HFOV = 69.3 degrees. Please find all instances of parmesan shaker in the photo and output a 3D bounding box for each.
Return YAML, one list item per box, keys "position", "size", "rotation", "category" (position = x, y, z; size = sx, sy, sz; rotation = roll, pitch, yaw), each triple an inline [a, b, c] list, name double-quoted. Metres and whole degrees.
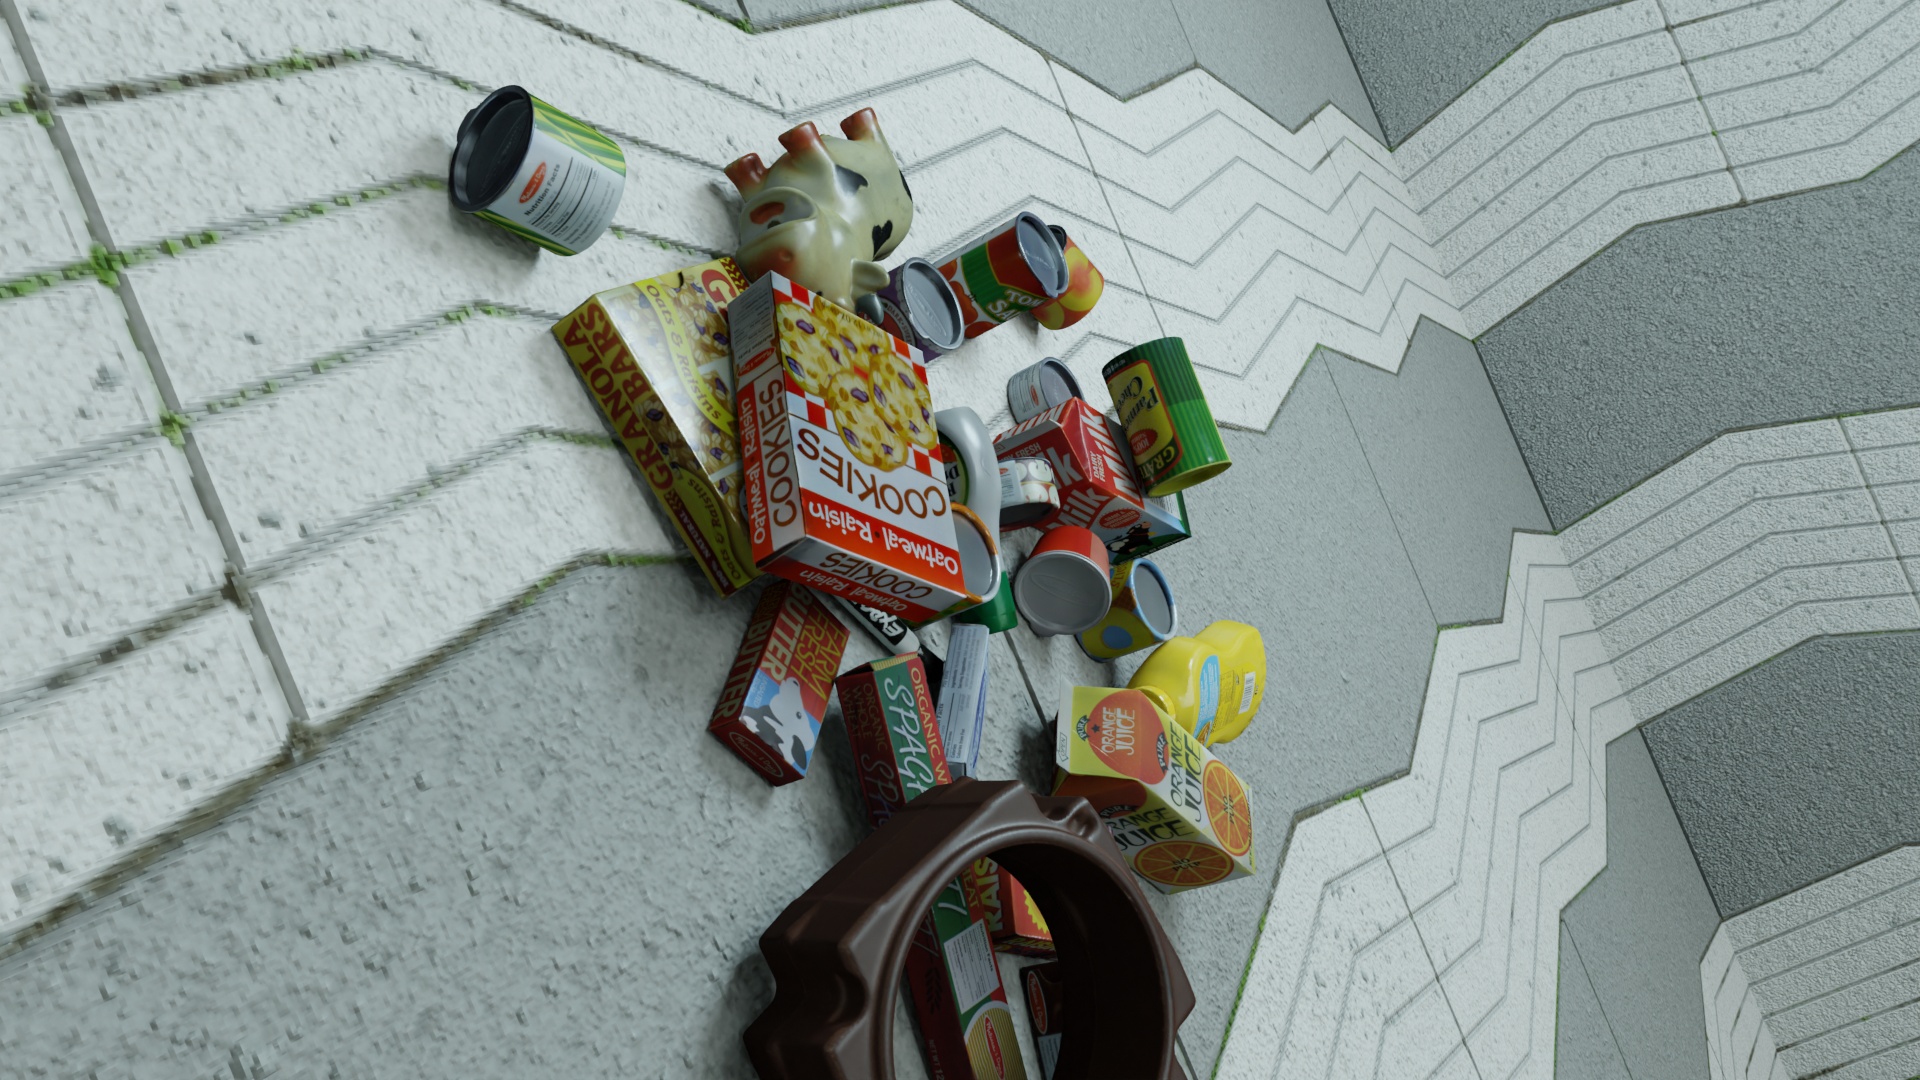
- position: [0.151, -0.091, 1.036]
  size: [0.071, 0.071, 0.103]
  rotation: [-3, 70, -57]
  category: "parmesan shaker"

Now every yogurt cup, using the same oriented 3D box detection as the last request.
- position: [0.075, 0.025, 0.984]
  size: [0.072, 0.072, 0.054]
  rotation: [55, 25, -19]
  category: "yogurt cup"

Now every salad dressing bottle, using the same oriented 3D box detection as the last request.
- position: [0.003, -0.011, 0.905]
  size: [0.044, 0.064, 0.147]
  rotation: [-14, 89, -47]
  category: "salad dressing bottle"

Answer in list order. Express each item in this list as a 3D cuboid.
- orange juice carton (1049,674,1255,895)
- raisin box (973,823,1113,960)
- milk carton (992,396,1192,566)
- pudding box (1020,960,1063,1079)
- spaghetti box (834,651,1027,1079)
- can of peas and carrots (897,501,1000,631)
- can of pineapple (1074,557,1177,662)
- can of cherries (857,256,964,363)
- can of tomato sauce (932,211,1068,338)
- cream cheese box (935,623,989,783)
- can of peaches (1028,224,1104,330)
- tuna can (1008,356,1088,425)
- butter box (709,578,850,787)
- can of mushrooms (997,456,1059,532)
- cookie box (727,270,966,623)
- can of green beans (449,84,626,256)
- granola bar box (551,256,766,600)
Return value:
- position: [0.122, 0.166, 0.952]
  size: [0.192, 0.073, 0.072]
  rotation: [41, 40, -34]
  category: "orange juice carton"
- position: [0.050, 0.208, 0.850]
  size: [0.123, 0.040, 0.086]
  rotation: [27, 49, -47]
  category: "raisin box"
- position: [0.092, -0.047, 1.048]
  size: [0.190, 0.072, 0.074]
  rotation: [24, 50, -49]
  category: "milk carton"
- position: [0.071, 0.289, 0.818]
  size: [0.030, 0.049, 0.084]
  rotation: [12, 60, -55]
  category: "pudding box"
- position: [-0.015, 0.185, 0.753]
  size: [0.050, 0.028, 0.250]
  rotation: [-9, 84, -59]
  category: "spaghetti box"
- position: [-0.018, 0.015, 0.854]
  size: [0.071, 0.058, 0.071]
  rotation: [35, 43, -41]
  category: "can of peas and carrots"
- position: [0.121, 0.051, 1.039]
  size: [0.071, 0.057, 0.071]
  rotation: [34, 44, -41]
  category: "can of pineapple"
- position: [-0.041, -0.146, 0.925]
  size: [0.071, 0.058, 0.072]
  rotation: [35, 44, -42]
  category: "can of cherries"
- position: [0.029, -0.195, 1.037]
  size: [0.071, 0.083, 0.071]
  rotation: [34, 44, -41]
  category: "can of tomato sauce"
- position: [0.000, 0.105, 0.832]
  size: [0.053, 0.024, 0.104]
  rotation: [89, 8, -47]
  category: "cream cheese box"
- position: [0.074, -0.212, 1.136]
  size: [0.058, 0.071, 0.071]
  rotation: [40, 40, -37]
  category: "can of peaches"
- position: [0.070, -0.107, 1.090]
  size: [0.071, 0.032, 0.071]
  rotation: [34, 44, -41]
  category: "tuna can"
- position: [-0.094, 0.073, 0.736]
  size: [0.053, 0.024, 0.104]
  rotation: [48, 37, -29]
  category: "butter box"
- position: [0.035, -0.030, 0.955]
  size: [0.071, 0.071, 0.033]
  rotation: [11, 62, -54]
  category: "can of mushrooms"
- position: [-0.062, -0.048, 0.752]
  size: [0.123, 0.040, 0.168]
  rotation: [23, 47, -45]
  category: "cookie box"
- position: [-0.209, -0.182, 0.689]
  size: [0.058, 0.071, 0.071]
  rotation: [22, 53, -50]
  category: "can of green beans"
- position: [-0.126, -0.066, 0.751]
  size: [0.165, 0.039, 0.125]
  rotation: [59, 32, -4]
  category: "granola bar box"
